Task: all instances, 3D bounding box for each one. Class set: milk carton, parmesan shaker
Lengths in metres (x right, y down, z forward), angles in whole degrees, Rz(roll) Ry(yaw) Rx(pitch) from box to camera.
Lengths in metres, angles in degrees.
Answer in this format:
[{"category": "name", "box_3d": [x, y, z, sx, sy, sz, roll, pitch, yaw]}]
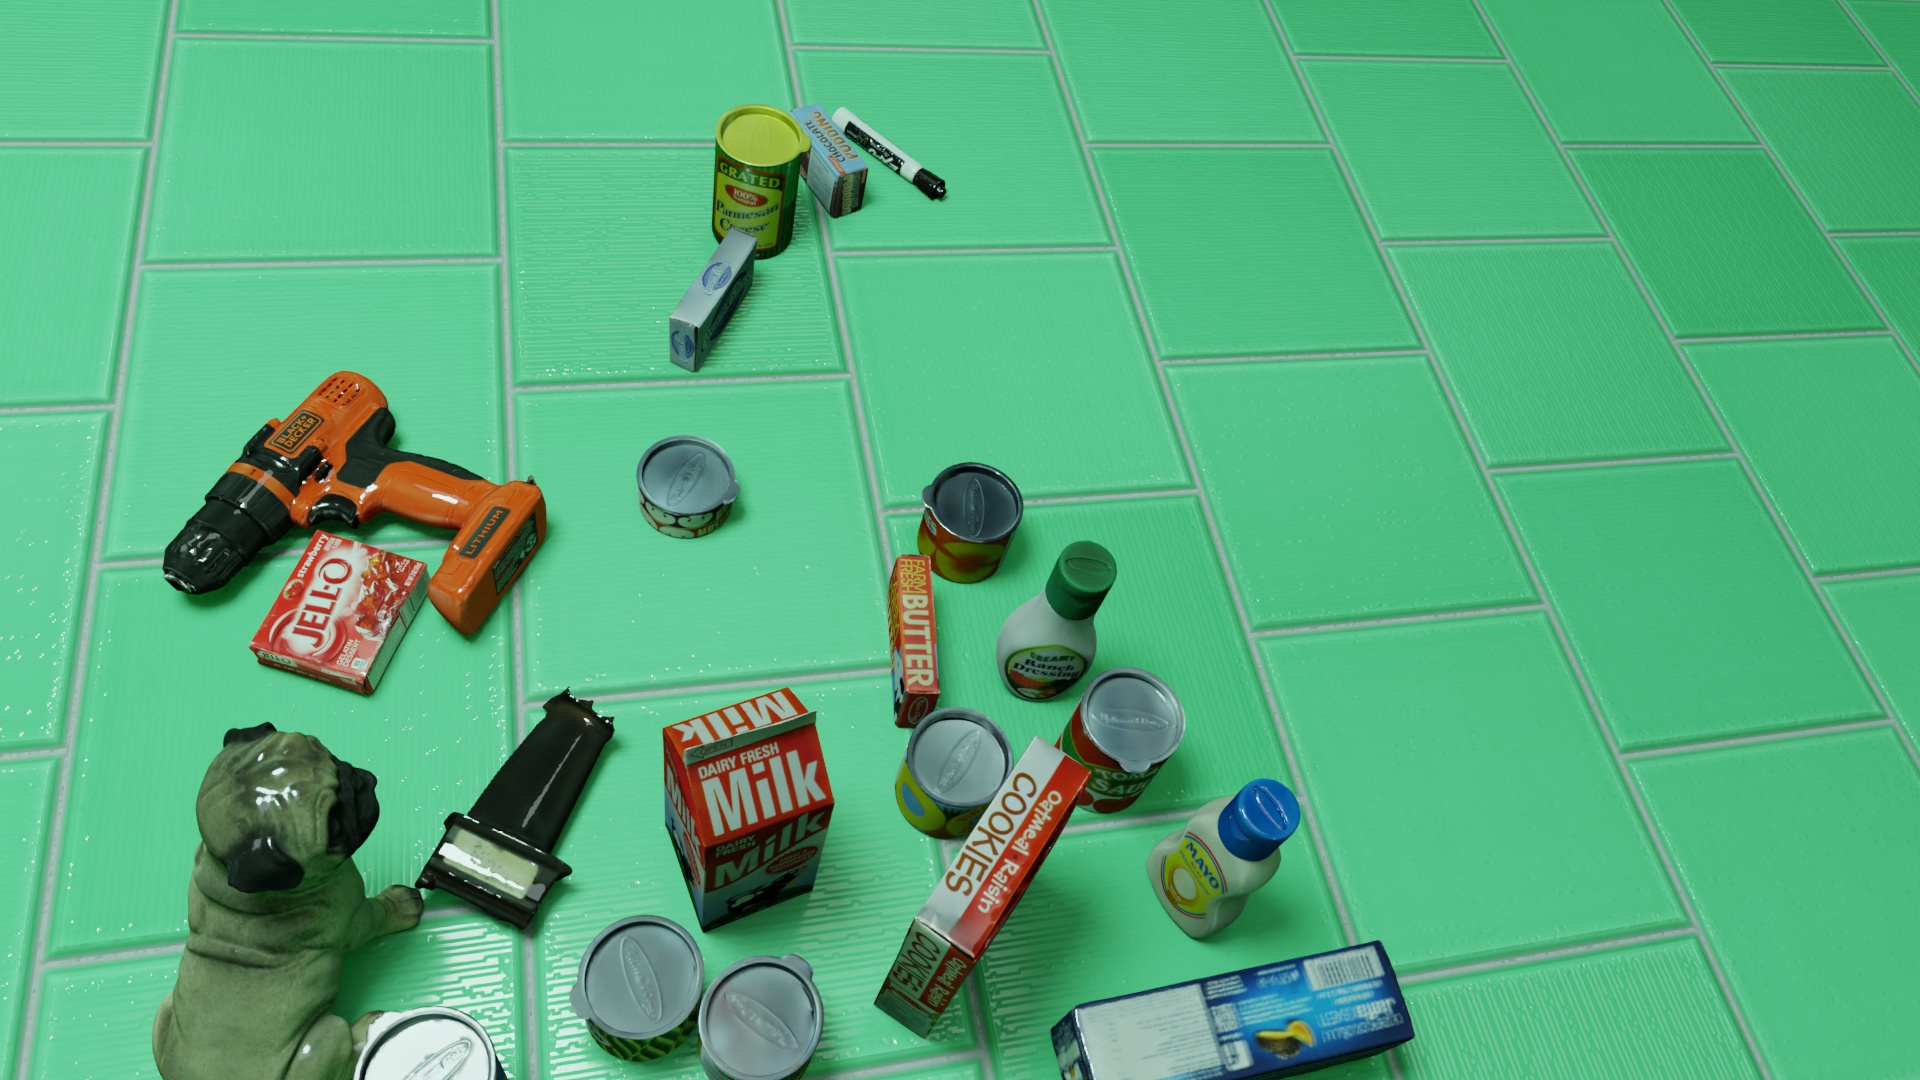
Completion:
[{"category": "milk carton", "box_3d": [-0.119, 0.143, 0.764, 0.072, 0.189, 0.073, -16, 63, -21]}, {"category": "parmesan shaker", "box_3d": [-0.156, -0.276, 1.078, 0.071, 0.102, 0.071, 6, 57, -9]}]

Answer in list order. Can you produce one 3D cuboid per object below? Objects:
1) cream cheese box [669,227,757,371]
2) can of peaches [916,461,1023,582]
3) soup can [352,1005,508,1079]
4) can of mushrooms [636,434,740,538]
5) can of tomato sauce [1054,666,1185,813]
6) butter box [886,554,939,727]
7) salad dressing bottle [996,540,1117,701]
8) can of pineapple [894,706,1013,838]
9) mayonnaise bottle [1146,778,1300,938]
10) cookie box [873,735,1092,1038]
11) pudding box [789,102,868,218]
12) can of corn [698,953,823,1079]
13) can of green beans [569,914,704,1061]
[{"category": "cream cheese box", "box_3d": [-0.185, -0.180, 1.040, 0.024, 0.053, 0.104, 22, 56, 2]}, {"category": "can of peaches", "box_3d": [0.003, -0.012, 0.970, 0.071, 0.057, 0.071, 6, 57, -9]}, {"category": "soup can", "box_3d": [-0.269, 0.279, 0.708, 0.071, 0.083, 0.072, 6, 57, -9]}, {"category": "can of mushrooms", "box_3d": [-0.187, -0.036, 0.959, 0.071, 0.033, 0.071, 6, 57, -9]}, {"category": "can of tomato sauce", "box_3d": [0.099, 0.130, 0.884, 0.071, 0.082, 0.071, 6, 57, -9]}, {"category": "butter box", "box_3d": [-0.032, 0.066, 0.915, 0.024, 0.052, 0.104, 2, 57, -11]}, {"category": "salad dressing bottle", "box_3d": [0.063, 0.053, 0.887, 0.064, 0.147, 0.044, 9, 57, -6]}, {"category": "can of pineapple", "box_3d": [-0.004, 0.147, 0.866, 0.071, 0.057, 0.071, 6, 57, -9]}, {"category": "mayonnaise bottle", "box_3d": [0.156, 0.185, 0.822, 0.041, 0.147, 0.065, -22, 65, -24]}, {"category": "cookie box", "box_3d": [0.010, 0.196, 0.772, 0.040, 0.166, 0.123, 32, 57, 9]}, {"category": "pudding box", "box_3d": [-0.111, -0.314, 1.144, 0.030, 0.049, 0.084, -25, 66, -25]}, {"category": "can of corn", "box_3d": [-0.109, 0.268, 0.765, 0.071, 0.058, 0.071, 6, 57, -9]}, {"category": "can of green beans", "box_3d": [-0.175, 0.247, 0.764, 0.071, 0.057, 0.071, 6, 57, -9]}]
